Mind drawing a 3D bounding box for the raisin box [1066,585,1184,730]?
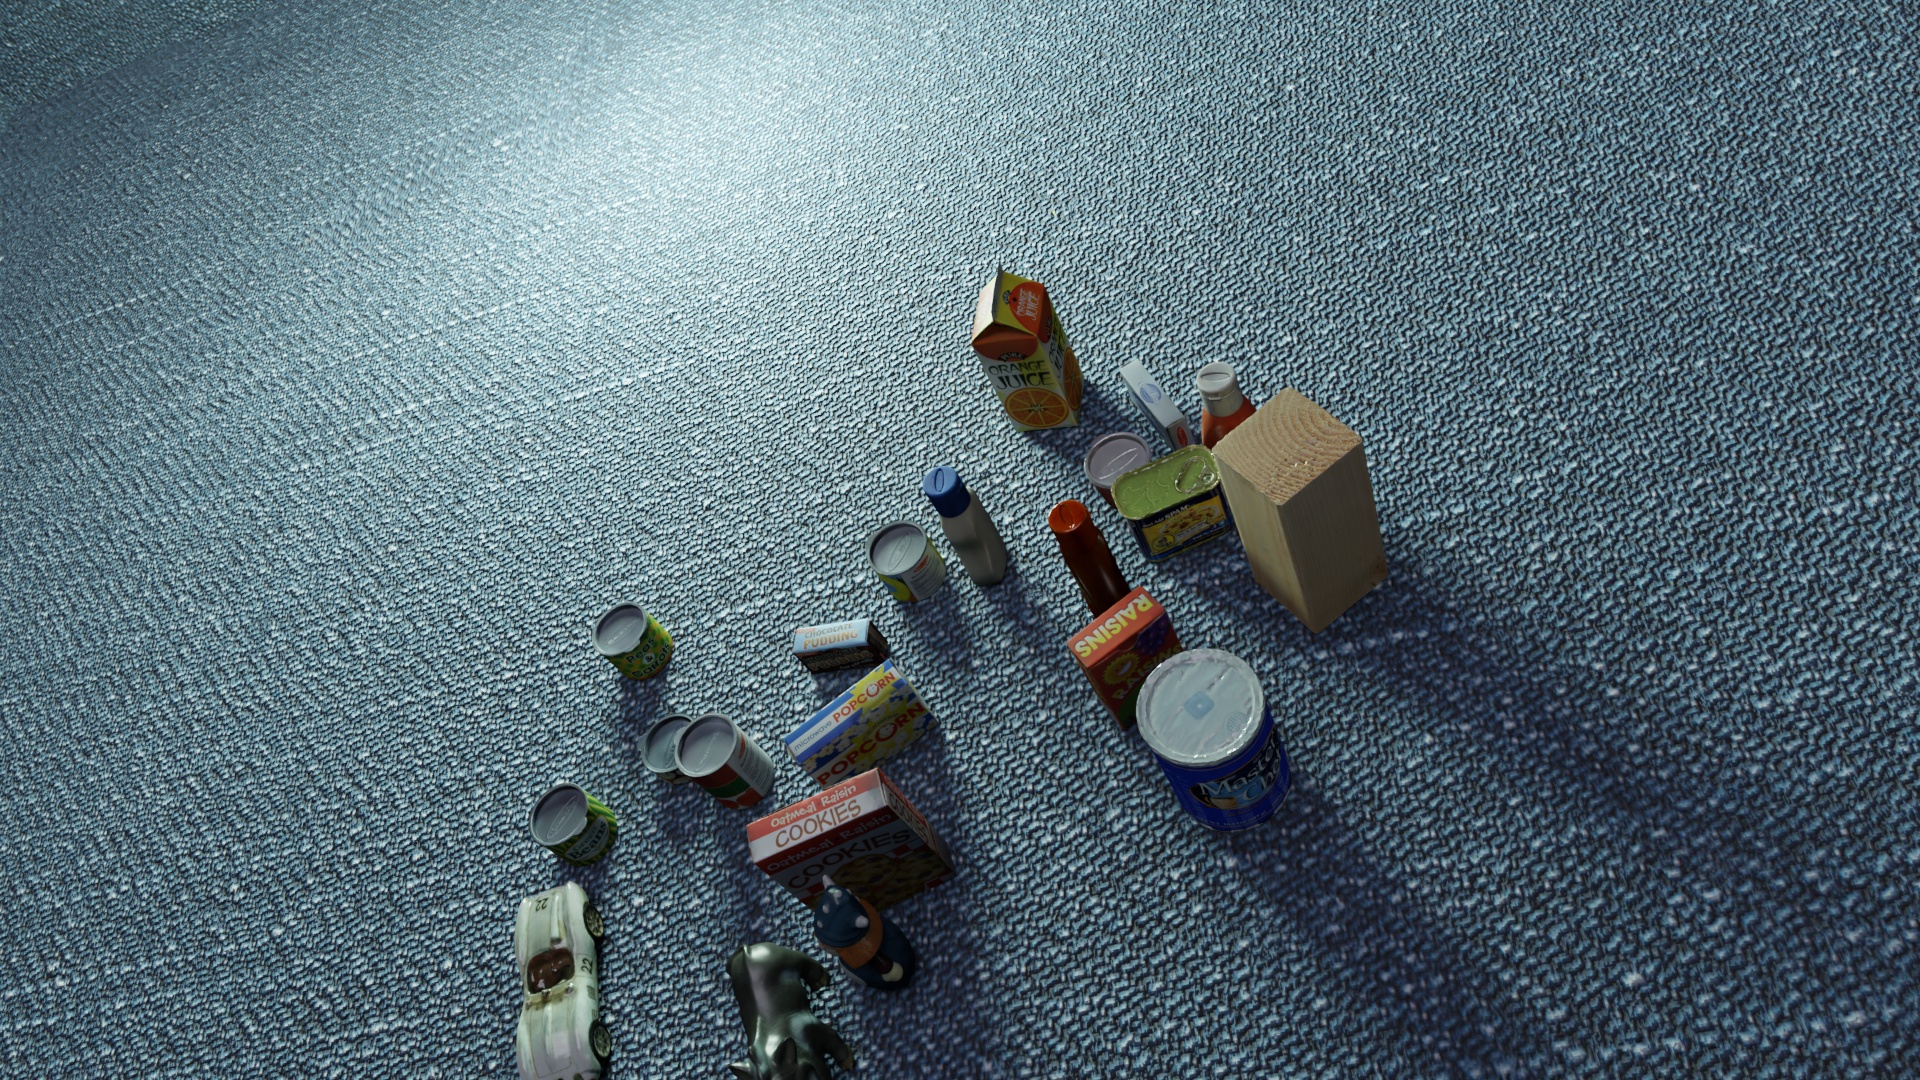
[{"bbox_3d":[0.152,0.106,1.228,0.086,0.123,0.040,-37,50,-4],"label":"raisin box"}]

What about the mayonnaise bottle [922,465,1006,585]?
[{"bbox_3d":[0.005,-0.017,1.364,0.041,0.147,0.065,-12,53,16],"label":"mayonnaise bottle"}]

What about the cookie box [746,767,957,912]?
[{"bbox_3d":[-0.091,0.266,1.191,0.123,0.166,0.040,-25,51,6],"label":"cookie box"}]

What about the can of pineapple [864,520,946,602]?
[{"bbox_3d":[-0.056,0.021,1.422,0.071,0.057,0.071,-12,53,16],"label":"can of pineapple"}]

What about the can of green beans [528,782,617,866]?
[{"bbox_3d":[-0.384,0.282,1.378,0.071,0.057,0.071,-12,53,16],"label":"can of green beans"}]

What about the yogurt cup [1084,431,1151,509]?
[{"bbox_3d":[0.163,-0.066,1.392,0.072,0.053,0.073,-12,53,16],"label":"yogurt cup"}]

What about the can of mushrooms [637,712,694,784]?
[{"bbox_3d":[-0.288,0.210,1.403,0.071,0.033,0.071,-12,53,16],"label":"can of mushrooms"}]

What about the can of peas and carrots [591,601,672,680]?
[{"bbox_3d":[-0.349,0.109,1.486,0.071,0.058,0.071,-12,53,16],"label":"can of peas and carrots"}]

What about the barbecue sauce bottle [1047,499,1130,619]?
[{"bbox_3d":[0.120,0.018,1.289,0.043,0.148,0.065,-25,51,6],"label":"barbecue sauce bottle"}]

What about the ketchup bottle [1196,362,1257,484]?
[{"bbox_3d":[0.257,-0.109,1.319,0.064,0.148,0.044,0,57,24],"label":"ketchup bottle"}]

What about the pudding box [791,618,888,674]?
[{"bbox_3d":[-0.121,0.106,1.395,0.083,0.049,0.030,-9,54,18],"label":"pudding box"}]

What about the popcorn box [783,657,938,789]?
[{"bbox_3d":[-0.093,0.179,1.308,0.127,0.085,0.038,-37,50,-4],"label":"popcorn box"}]

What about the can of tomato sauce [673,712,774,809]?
[{"bbox_3d":[-0.229,0.214,1.343,0.071,0.082,0.071,-12,53,16],"label":"can of tomato sauce"}]

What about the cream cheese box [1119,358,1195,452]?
[{"bbox_3d":[0.202,-0.136,1.425,0.024,0.053,0.104,-31,50,1],"label":"cream cheese box"}]

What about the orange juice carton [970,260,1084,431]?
[{"bbox_3d":[0.066,-0.199,1.439,0.073,0.192,0.072,-4,56,21],"label":"orange juice carton"}]
